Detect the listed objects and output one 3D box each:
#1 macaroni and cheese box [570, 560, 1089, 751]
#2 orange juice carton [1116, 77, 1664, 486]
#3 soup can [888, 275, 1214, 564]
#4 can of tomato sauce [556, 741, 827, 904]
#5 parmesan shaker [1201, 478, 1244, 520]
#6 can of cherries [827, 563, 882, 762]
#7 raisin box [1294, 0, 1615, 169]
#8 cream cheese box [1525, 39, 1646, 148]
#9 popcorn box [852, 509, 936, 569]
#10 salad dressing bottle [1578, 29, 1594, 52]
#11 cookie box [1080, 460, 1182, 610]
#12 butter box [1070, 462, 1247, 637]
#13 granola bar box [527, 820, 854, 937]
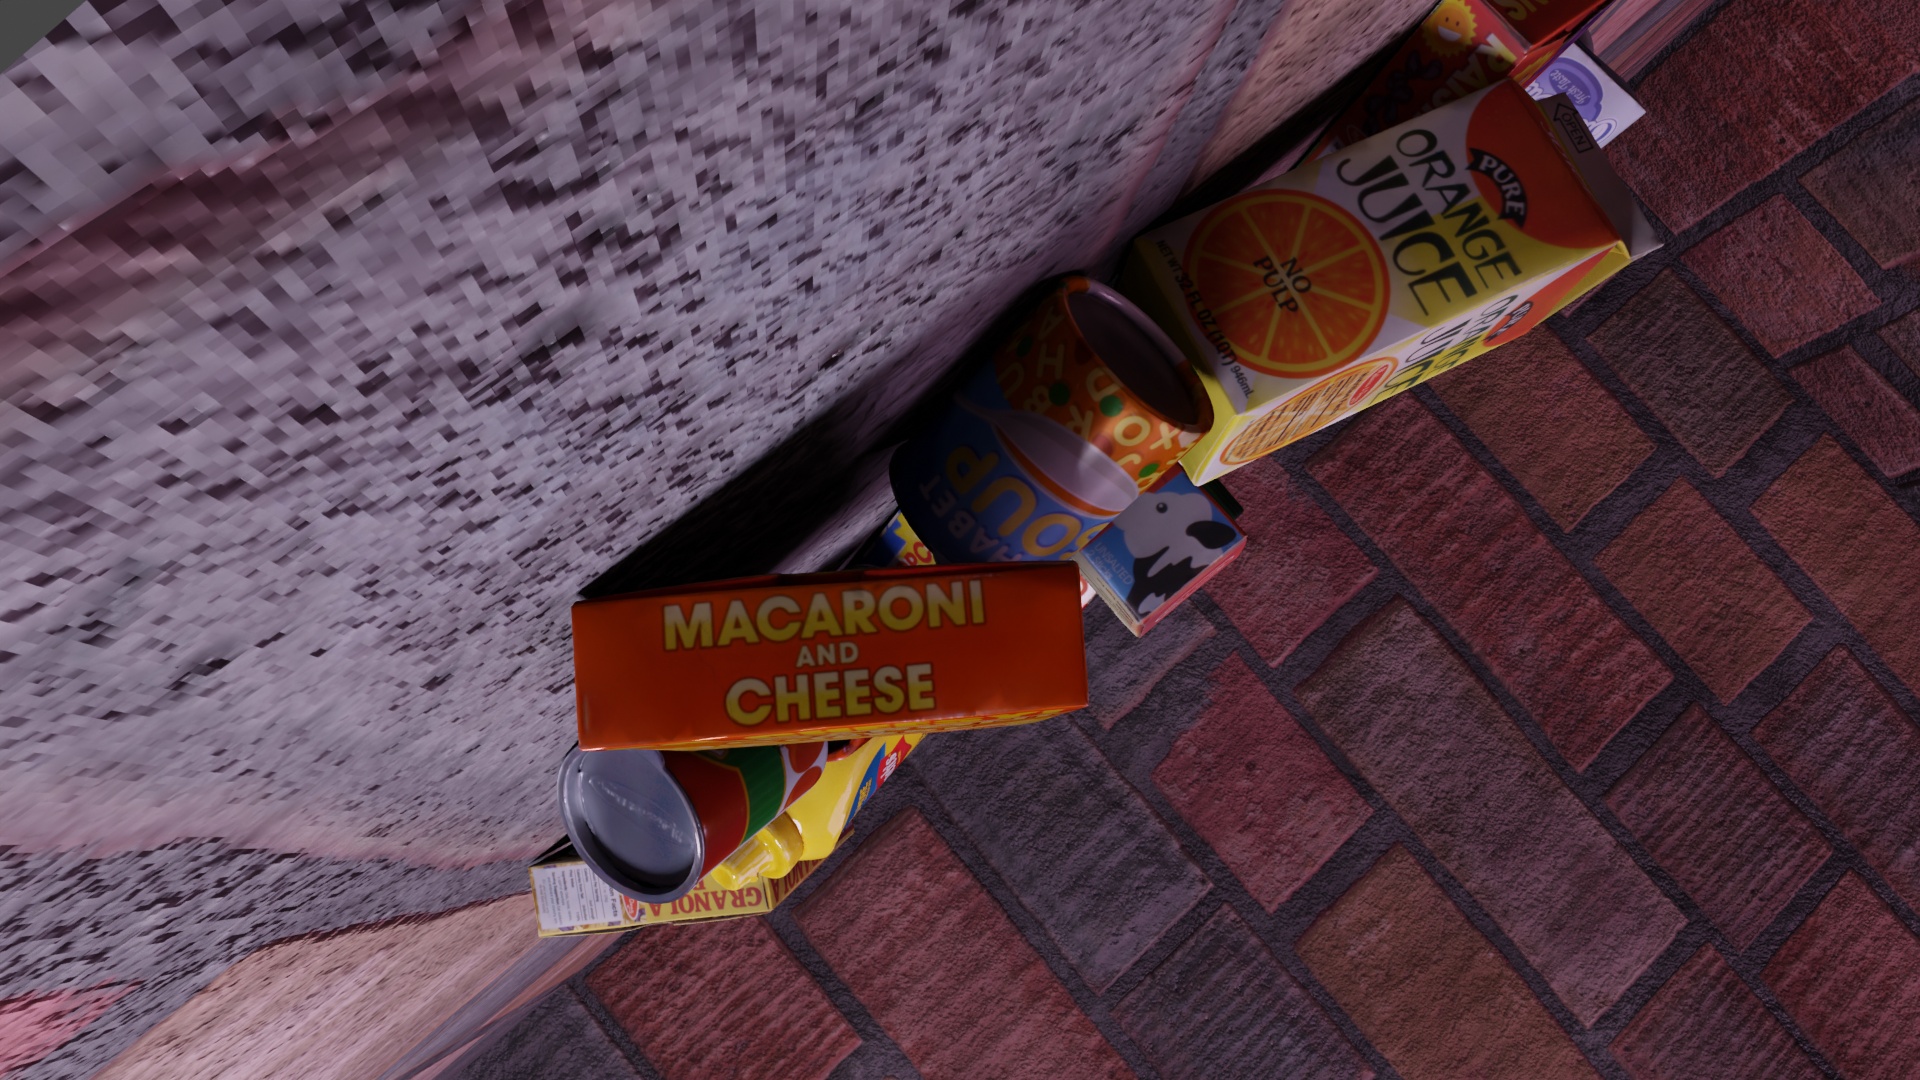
[{"bbox_3d":[-0.034,0.038,0.410,0.124,0.040,0.166,-5,171,-3],"label":"macaroni and cheese box"},{"bbox_3d":[0.155,-0.098,0.495,0.193,0.072,0.073,-25,166,-10],"label":"orange juice carton"},{"bbox_3d":[0.028,-0.031,0.438,0.083,0.071,0.071,-44,174,29],"label":"soup can"},{"bbox_3d":[-0.099,0.086,0.529,0.071,0.071,0.083,-44,174,33],"label":"can of tomato sauce"},{"bbox_3d":[0.129,-0.038,0.912,0.071,0.103,0.071,-40,174,-5],"label":"parmesan shaker"},{"bbox_3d":[-0.048,0.050,0.580,0.059,0.071,0.071,-33,171,-48],"label":"can of cherries"},{"bbox_3d":[0.192,-0.177,0.551,0.086,0.040,0.122,-36,173,-32],"label":"raisin box"},{"bbox_3d":[0.259,-0.202,0.626,0.104,0.024,0.053,15,135,-39],"label":"cream cheese box"},{"bbox_3d":[0.002,-0.008,0.612,0.085,0.038,0.126,-36,173,-37],"label":"popcorn box"},{"bbox_3d":[0.279,-0.229,0.721,0.064,0.044,0.147,-40,175,4],"label":"salad dressing bottle"},{"bbox_3d":[0.086,-0.045,0.660,0.166,0.040,0.123,-52,-176,29],"label":"cookie box"},{"bbox_3d":[0.053,-0.020,0.520,0.053,0.103,0.024,-37,165,-11],"label":"butter box"},{"bbox_3d":[-0.139,0.170,0.759,0.124,0.039,0.165,-8,180,10],"label":"granola bar box"}]
